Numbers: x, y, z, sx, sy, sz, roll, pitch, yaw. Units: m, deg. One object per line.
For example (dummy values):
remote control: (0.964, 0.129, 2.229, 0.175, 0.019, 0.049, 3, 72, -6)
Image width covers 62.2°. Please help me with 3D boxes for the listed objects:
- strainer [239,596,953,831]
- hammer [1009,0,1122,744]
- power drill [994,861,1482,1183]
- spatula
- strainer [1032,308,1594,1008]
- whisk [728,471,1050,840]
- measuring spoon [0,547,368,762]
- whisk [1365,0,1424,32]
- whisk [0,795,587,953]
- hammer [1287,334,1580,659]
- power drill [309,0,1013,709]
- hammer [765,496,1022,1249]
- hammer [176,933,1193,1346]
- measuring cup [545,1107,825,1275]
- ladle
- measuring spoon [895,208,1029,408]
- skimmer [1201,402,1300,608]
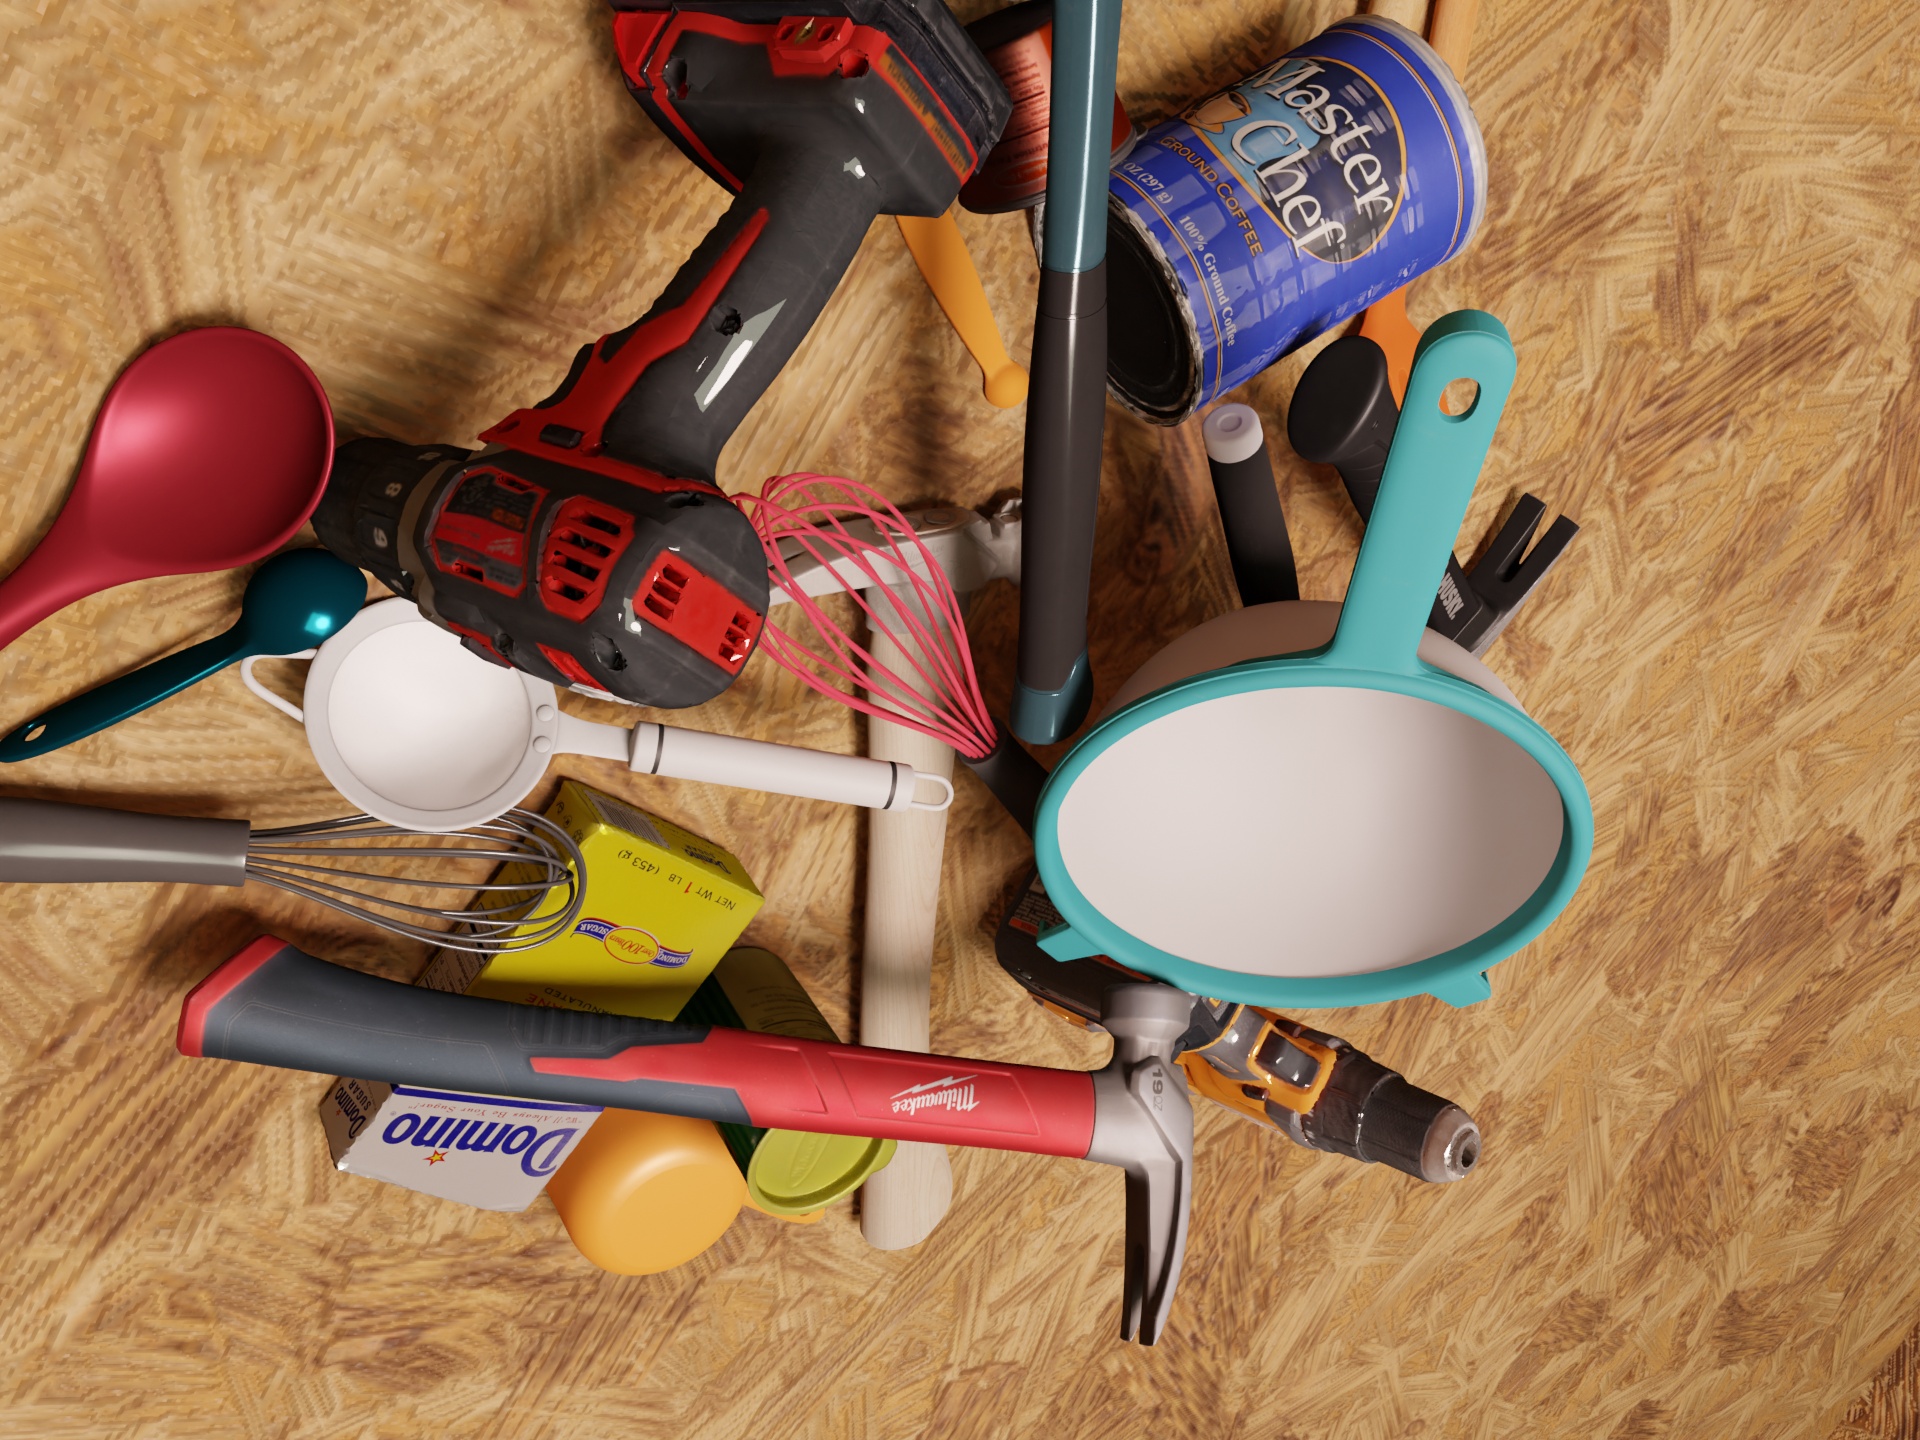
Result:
strainer: (-0.124, 0.010, 0.583, 0.258, 0.050, 0.087, 10, 68, -18)
hammer: (0.037, -0.138, 0.520, 0.128, 0.033, 0.330, -55, 152, -51)
power drill: (0.144, 0.156, 0.796, 0.226, 0.185, 0.084, 42, 72, -40)
spatula: (0.211, -0.251, 0.684, 0.081, 0.041, 0.322, -21, 127, -38)
strainer: (0.140, -0.022, 0.596, 0.211, 0.095, 0.340, 6, 137, 2)
whisk: (-0.001, -0.002, 0.636, 0.073, 0.073, 0.295, -45, 136, -2)
measuring spoon: (-0.256, -0.023, 0.514, 0.128, 0.042, 0.021, -28, 136, -8)
whisk: (0.191, -0.343, 0.614, 0.047, 0.051, 0.244, -12, 126, -35)
whisk: (-0.246, 0.048, 0.543, 0.238, 0.055, 0.055, 7, 114, -24)
hammer: (0.207, -0.087, 0.716, 0.146, 0.035, 0.334, -50, 152, 5)
power drill: (-0.103, -0.123, 0.486, 0.080, 0.188, 0.227, 36, 77, -52)
hammer: (-0.036, 0.098, 0.737, 0.146, 0.038, 0.410, -13, 124, -25)
hammer: (-0.090, 0.151, 0.606, 0.386, 0.038, 0.143, 11, 71, -17)
measuring cup: (-0.115, 0.228, 0.752, 0.095, 0.052, 0.173, -51, 130, 3)
ladle: (-0.319, -0.008, 0.483, 0.315, 0.031, 0.069, -39, 97, -3)
measuring spoon: (0.001, -0.166, 0.614, 0.021, 0.011, 0.116, -39, 132, -8)
skimmer: (0.156, 0.011, 0.719, 0.127, 0.090, 0.362, -12, 144, 12)
